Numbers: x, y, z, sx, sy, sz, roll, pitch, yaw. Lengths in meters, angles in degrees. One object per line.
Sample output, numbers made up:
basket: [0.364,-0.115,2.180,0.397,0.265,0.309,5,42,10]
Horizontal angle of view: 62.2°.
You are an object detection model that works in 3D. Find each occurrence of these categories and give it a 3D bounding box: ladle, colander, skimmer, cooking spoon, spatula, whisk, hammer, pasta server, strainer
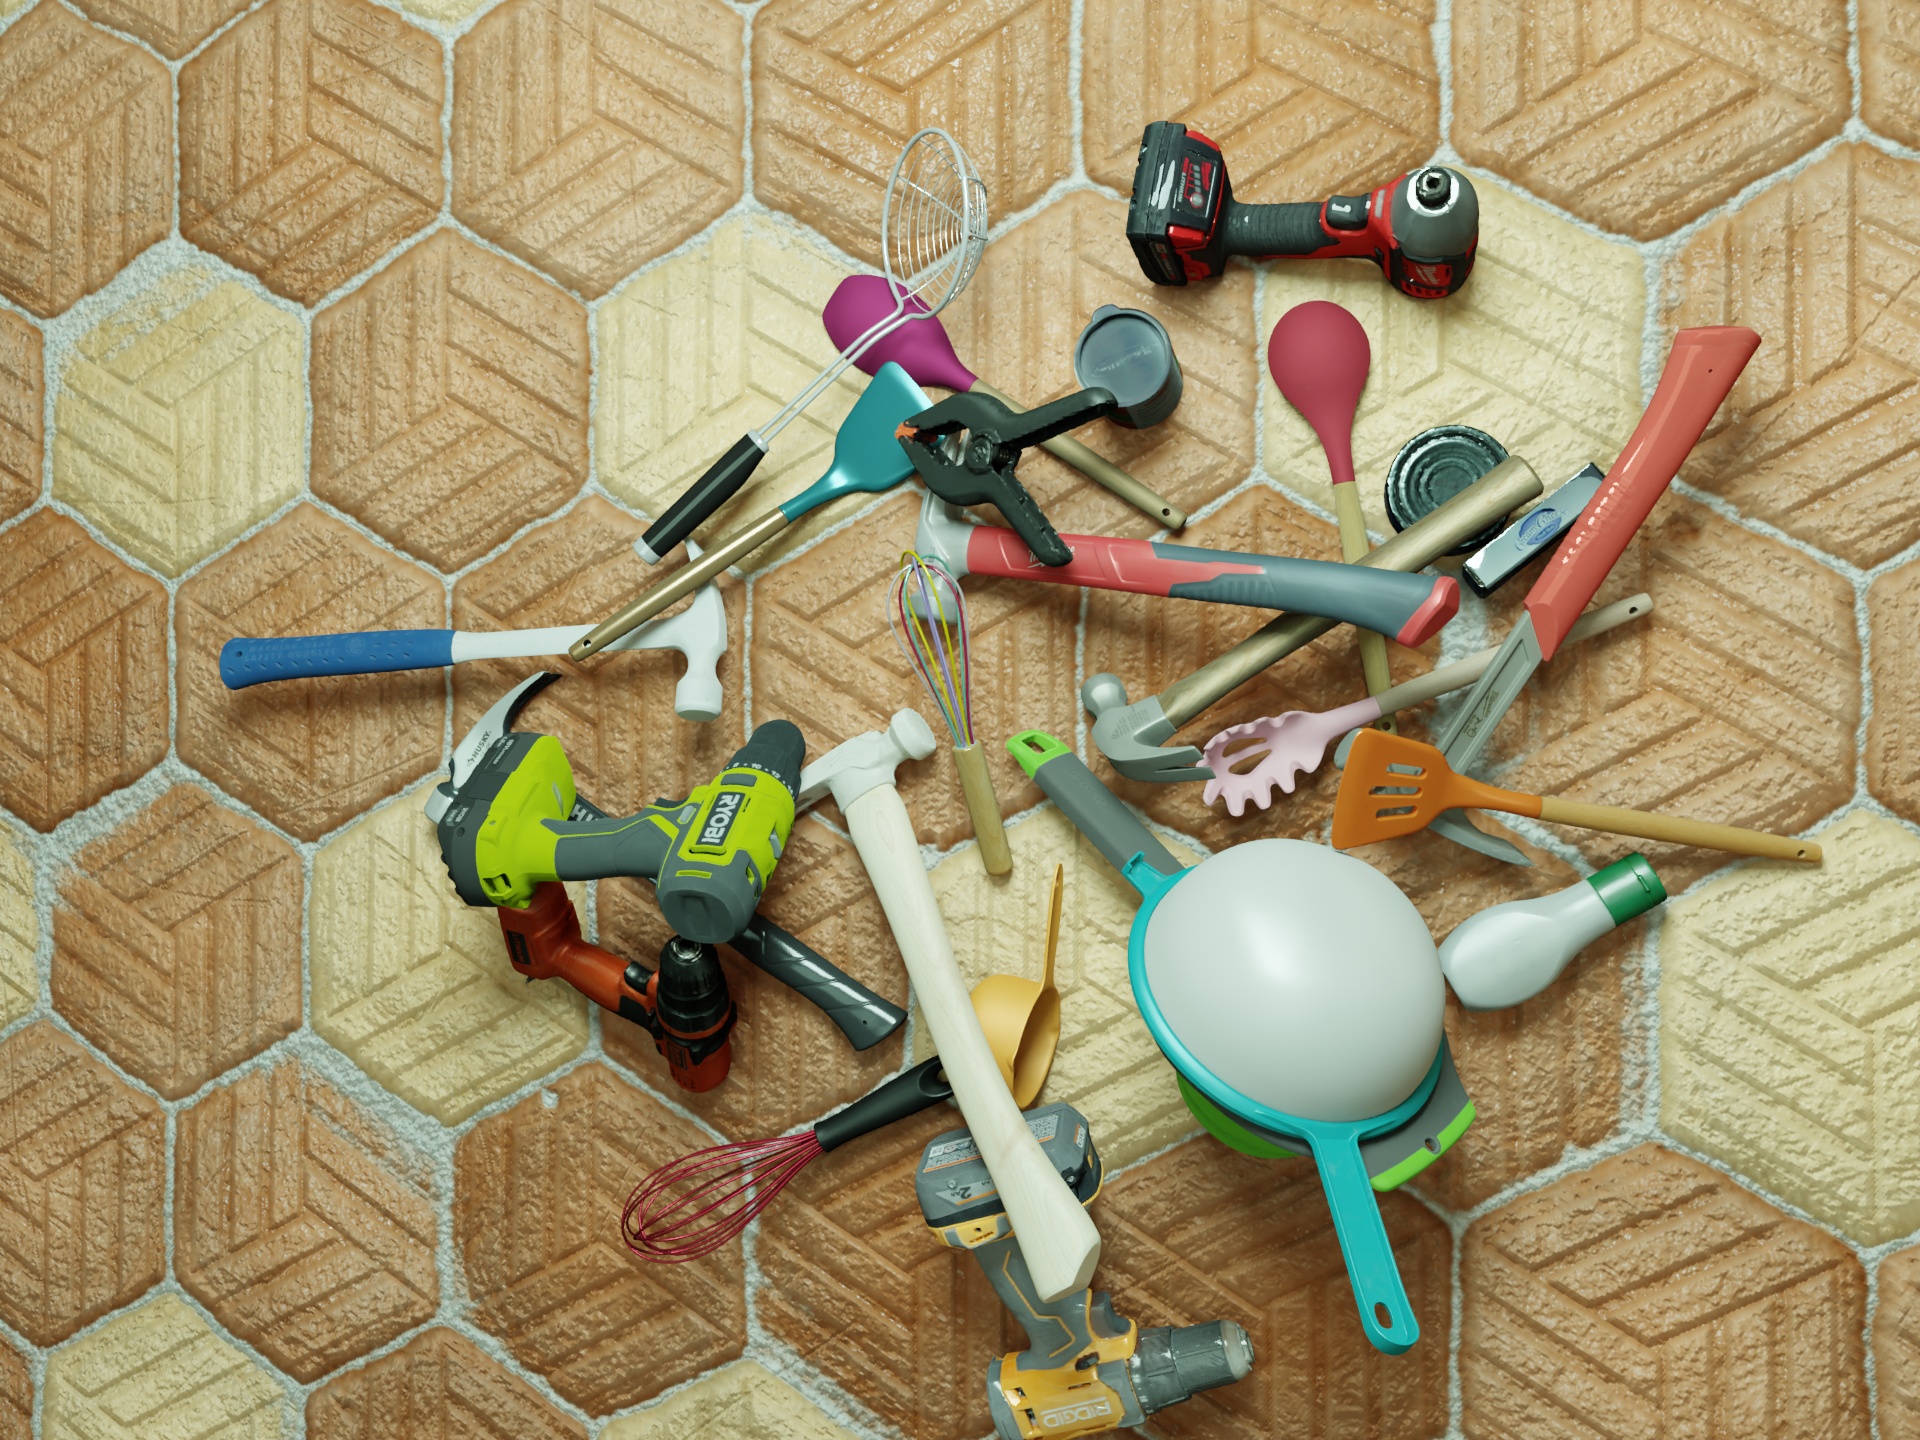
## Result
ladle: [0.266,-0.137,1.091,0.069,0.031,0.315,-10,88,13]
colander: [0.156,0.164,1.078,0.397,0.204,0.094,47,139,26]
skimmer: [-0.118,-0.258,1.130,0.363,0.090,0.127,-43,46,6]
cooking spoon: [0.030,-0.228,1.152,0.319,0.017,0.069,35,97,13]
spatula: [0.393,0.063,1.010,0.322,0.041,0.081,9,105,-2]
whisk: [-0.118,0.315,1.163,0.296,0.073,0.073,-28,83,5]
hammer: [0.394,-0.083,1.010,0.149,0.037,0.359,28,103,-8]
whisk: [-0.002,-0.004,1.117,0.047,0.051,0.245,-3,111,37]
spatula: [-0.152,-0.140,1.156,0.317,0.044,0.082,-36,83,-9]
hammer: [0.137,-0.115,1.054,0.386,0.038,0.143,10,90,33]
hammer: [-0.213,0.117,1.199,0.409,0.036,0.149,33,96,11]
hammer: [-0.372,-0.061,1.210,0.405,0.035,0.144,-3,71,11]
hammer: [0.231,-0.067,1.047,0.331,0.130,0.031,-34,124,13]
hammer: [-0.018,0.191,1.072,0.146,0.038,0.411,-33,60,15]
pasta server: [0.305,-0.017,1.057,0.316,0.040,0.060,-22,104,9]
strainer: [0.223,0.189,0.936,0.211,0.341,0.095,7,133,-14]

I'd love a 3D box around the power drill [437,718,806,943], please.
power drill: [-0.227,0.065,1.118,0.228,0.191,0.080,2,129,14]

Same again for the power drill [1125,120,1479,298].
power drill: [0.227,-0.331,1.044,0.220,0.143,0.078,10,89,16]

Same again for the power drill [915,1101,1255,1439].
power drill: [0.084,0.380,1.085,0.185,0.084,0.226,-18,100,13]

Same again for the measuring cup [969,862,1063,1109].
measuring cup: [0.036,0.180,1.105,0.052,0.095,0.173,10,96,22]
